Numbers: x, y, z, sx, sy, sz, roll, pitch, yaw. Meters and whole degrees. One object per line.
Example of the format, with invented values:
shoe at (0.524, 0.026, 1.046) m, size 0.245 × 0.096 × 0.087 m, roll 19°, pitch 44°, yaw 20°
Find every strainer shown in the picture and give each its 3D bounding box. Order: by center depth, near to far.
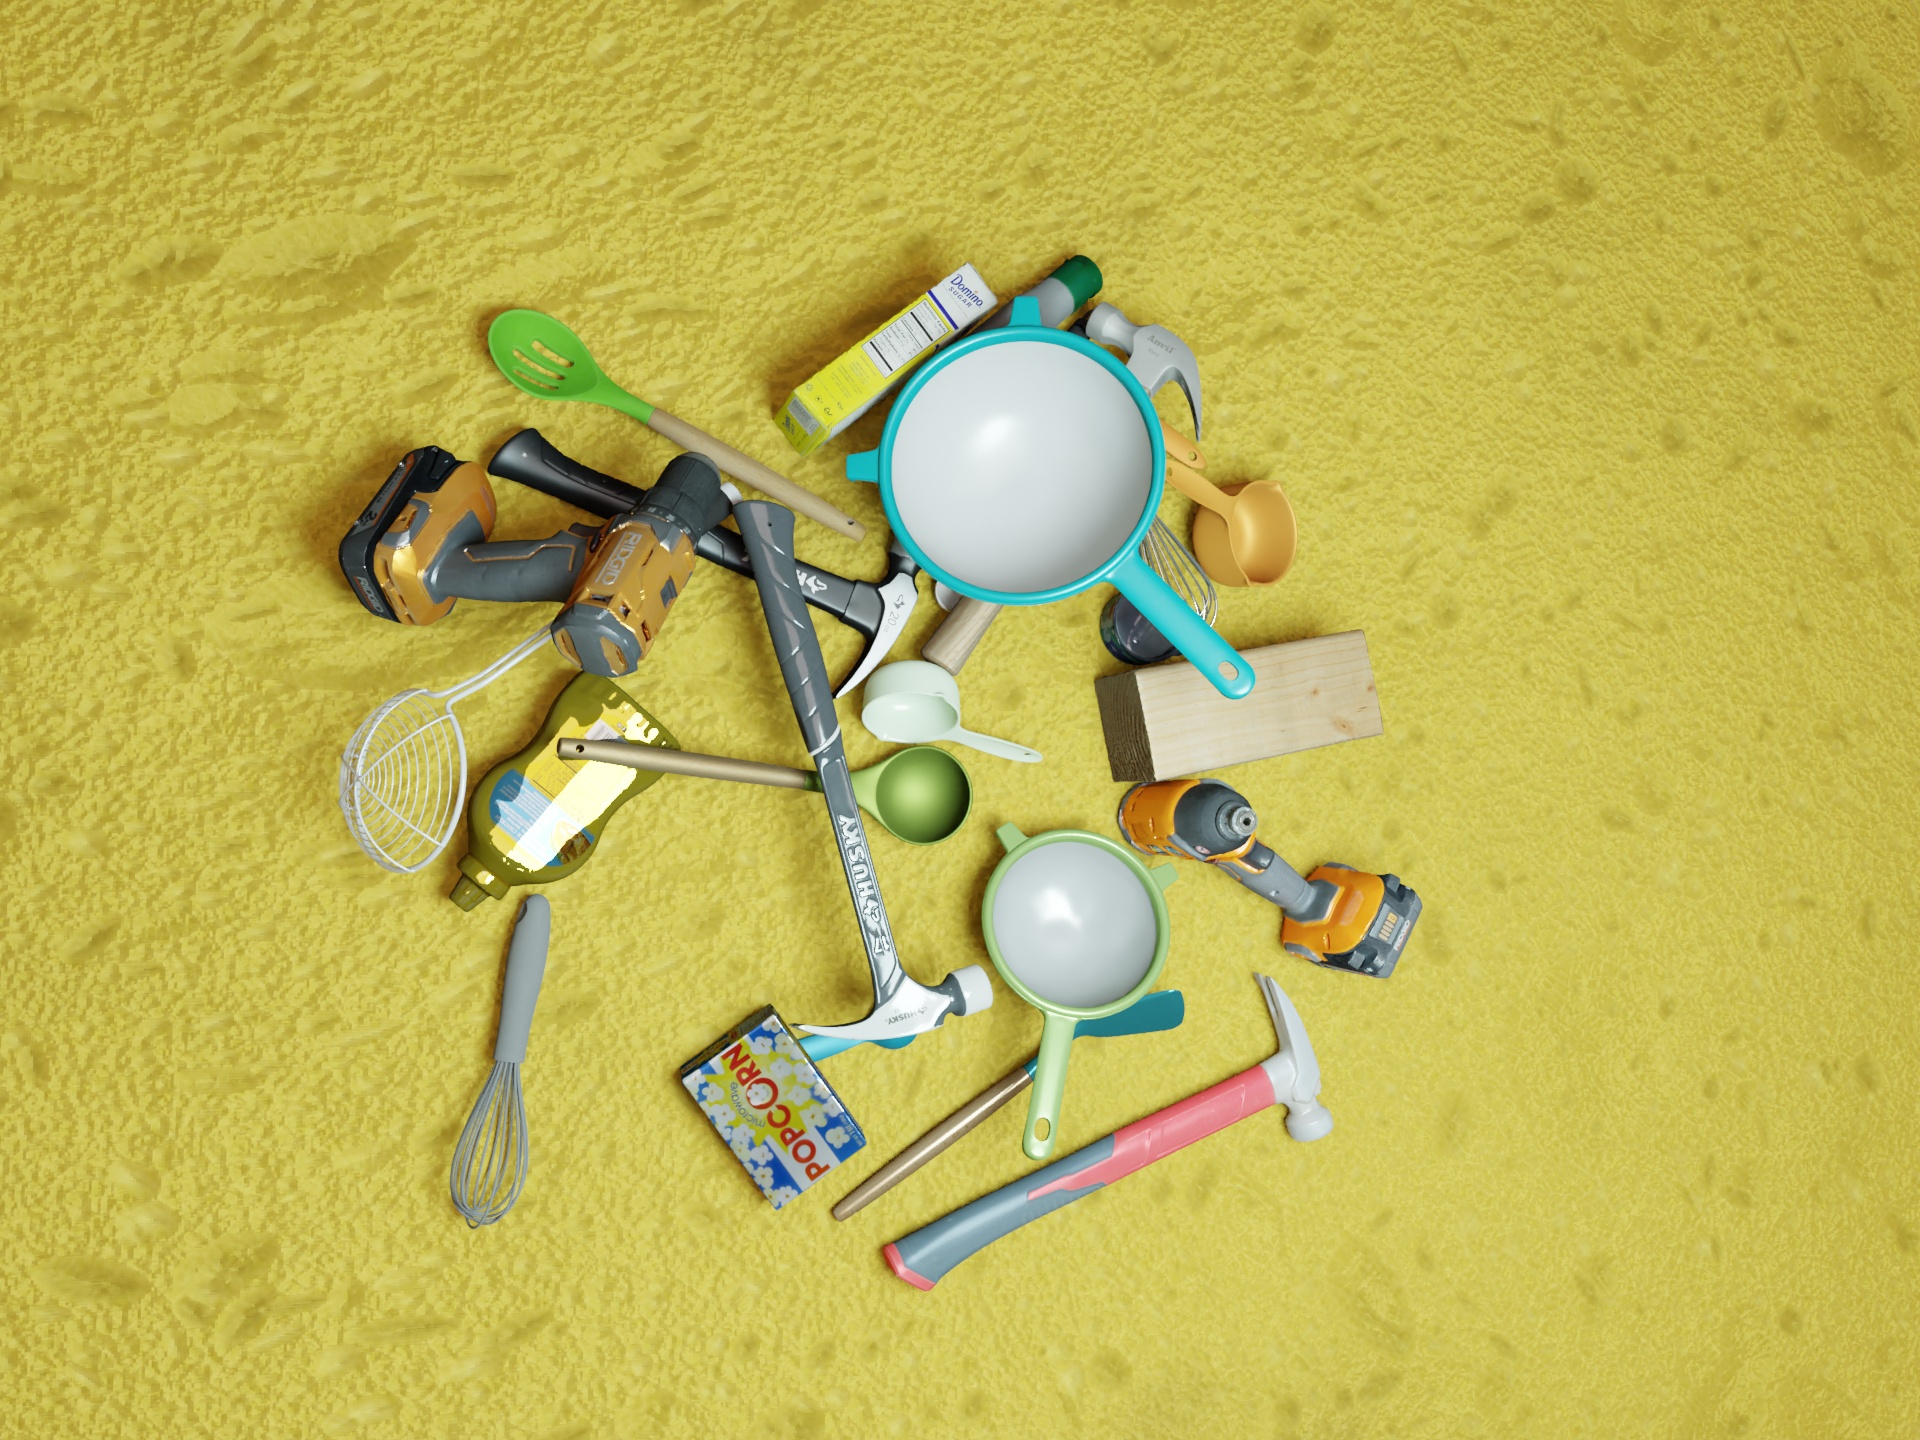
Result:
strainer at (0.091, -0.137, 1.192) m, size 0.211 × 0.095 × 0.340 m, roll -44°, pitch 82°, yaw -2°
strainer at (0.075, 0.214, 1.236) m, size 0.151 × 0.069 × 0.256 m, roll 14°, pitch 68°, yaw -6°
strainer at (0.035, -0.250, 1.289) m, size 0.087 × 0.050 × 0.258 m, roll 39°, pitch 73°, yaw 4°

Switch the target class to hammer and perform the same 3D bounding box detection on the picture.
hammer at (-0.099, 0.035, 1.163) m, size 0.149 × 0.036 × 0.409 m, roll -15°, pitch 87°, yaw -22°
hammer at (-0.196, -0.133, 1.215) m, size 0.334 × 0.035 × 0.146 m, roll 22°, pitch 80°, yaw -14°
hammer at (0.078, -0.175, 1.264) m, size 0.130 × 0.031 × 0.331 m, roll 33°, pitch 82°, yaw 16°
hammer at (0.114, 0.337, 1.272) m, size 0.386 × 0.038 × 0.143 m, roll -21°, pitch 95°, yaw -16°

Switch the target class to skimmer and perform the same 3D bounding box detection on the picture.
skimmer at (-0.292, -0.040, 1.147) m, size 0.363 × 0.127 × 0.090 m, roll -41°, pitch 142°, yaw -20°

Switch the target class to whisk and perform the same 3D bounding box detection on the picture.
whisk at (-0.326, 0.244, 1.148) m, size 0.055 × 0.055 × 0.239 m, roll 11°, pitch 80°, yaw -16°
whisk at (0.146, -0.172, 1.291) m, size 0.059 × 0.058 × 0.246 m, roll -2°, pitch 67°, yaw -55°

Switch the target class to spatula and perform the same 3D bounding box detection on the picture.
spatula at (0.038, 0.301, 1.249) m, size 0.317 × 0.082 × 0.044 m, roll -34°, pitch 60°, yaw -12°

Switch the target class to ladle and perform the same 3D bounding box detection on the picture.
ladle at (-0.137, 0.040, 1.180) m, size 0.320 × 0.062 × 0.078 m, roll 9°, pitch 84°, yaw -28°

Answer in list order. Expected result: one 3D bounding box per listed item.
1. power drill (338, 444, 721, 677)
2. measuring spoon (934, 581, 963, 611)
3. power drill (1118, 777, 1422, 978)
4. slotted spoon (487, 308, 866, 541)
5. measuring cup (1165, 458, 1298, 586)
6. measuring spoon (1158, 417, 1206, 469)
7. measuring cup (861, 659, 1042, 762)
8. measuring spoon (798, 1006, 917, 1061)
power drill at (-0.289, -0.130, 1.110) m, size 0.226 × 0.084 × 0.185 m, roll 12°, pitch 55°, yaw 15°
measuring spoon at (0.003, -0.144, 1.287) m, size 0.034 × 0.018 × 0.124 m, roll 18°, pitch 75°, yaw -17°
power drill at (0.251, 0.119, 1.264) m, size 0.226 × 0.164 × 0.084 m, roll 32°, pitch 78°, yaw -14°
slotted spoon at (-0.211, -0.215, 1.201) m, size 0.313 × 0.031 × 0.070 m, roll 28°, pitch 60°, yaw -6°
measuring cup at (0.203, -0.169, 1.298) m, size 0.173 × 0.052 × 0.095 m, roll 26°, pitch 75°, yaw -35°
measuring spoon at (0.163, -0.249, 1.339) m, size 0.117 × 0.011 × 0.021 m, roll 36°, pitch 78°, yaw -11°
measuring cup at (-0.002, -0.004, 1.257) m, size 0.167 × 0.083 × 0.038 m, roll 19°, pitch 54°, yaw -32°
measuring spoon at (-0.090, 0.248, 1.228) m, size 0.128 × 0.021 × 0.042 m, roll -16°, pitch 91°, yaw -16°
